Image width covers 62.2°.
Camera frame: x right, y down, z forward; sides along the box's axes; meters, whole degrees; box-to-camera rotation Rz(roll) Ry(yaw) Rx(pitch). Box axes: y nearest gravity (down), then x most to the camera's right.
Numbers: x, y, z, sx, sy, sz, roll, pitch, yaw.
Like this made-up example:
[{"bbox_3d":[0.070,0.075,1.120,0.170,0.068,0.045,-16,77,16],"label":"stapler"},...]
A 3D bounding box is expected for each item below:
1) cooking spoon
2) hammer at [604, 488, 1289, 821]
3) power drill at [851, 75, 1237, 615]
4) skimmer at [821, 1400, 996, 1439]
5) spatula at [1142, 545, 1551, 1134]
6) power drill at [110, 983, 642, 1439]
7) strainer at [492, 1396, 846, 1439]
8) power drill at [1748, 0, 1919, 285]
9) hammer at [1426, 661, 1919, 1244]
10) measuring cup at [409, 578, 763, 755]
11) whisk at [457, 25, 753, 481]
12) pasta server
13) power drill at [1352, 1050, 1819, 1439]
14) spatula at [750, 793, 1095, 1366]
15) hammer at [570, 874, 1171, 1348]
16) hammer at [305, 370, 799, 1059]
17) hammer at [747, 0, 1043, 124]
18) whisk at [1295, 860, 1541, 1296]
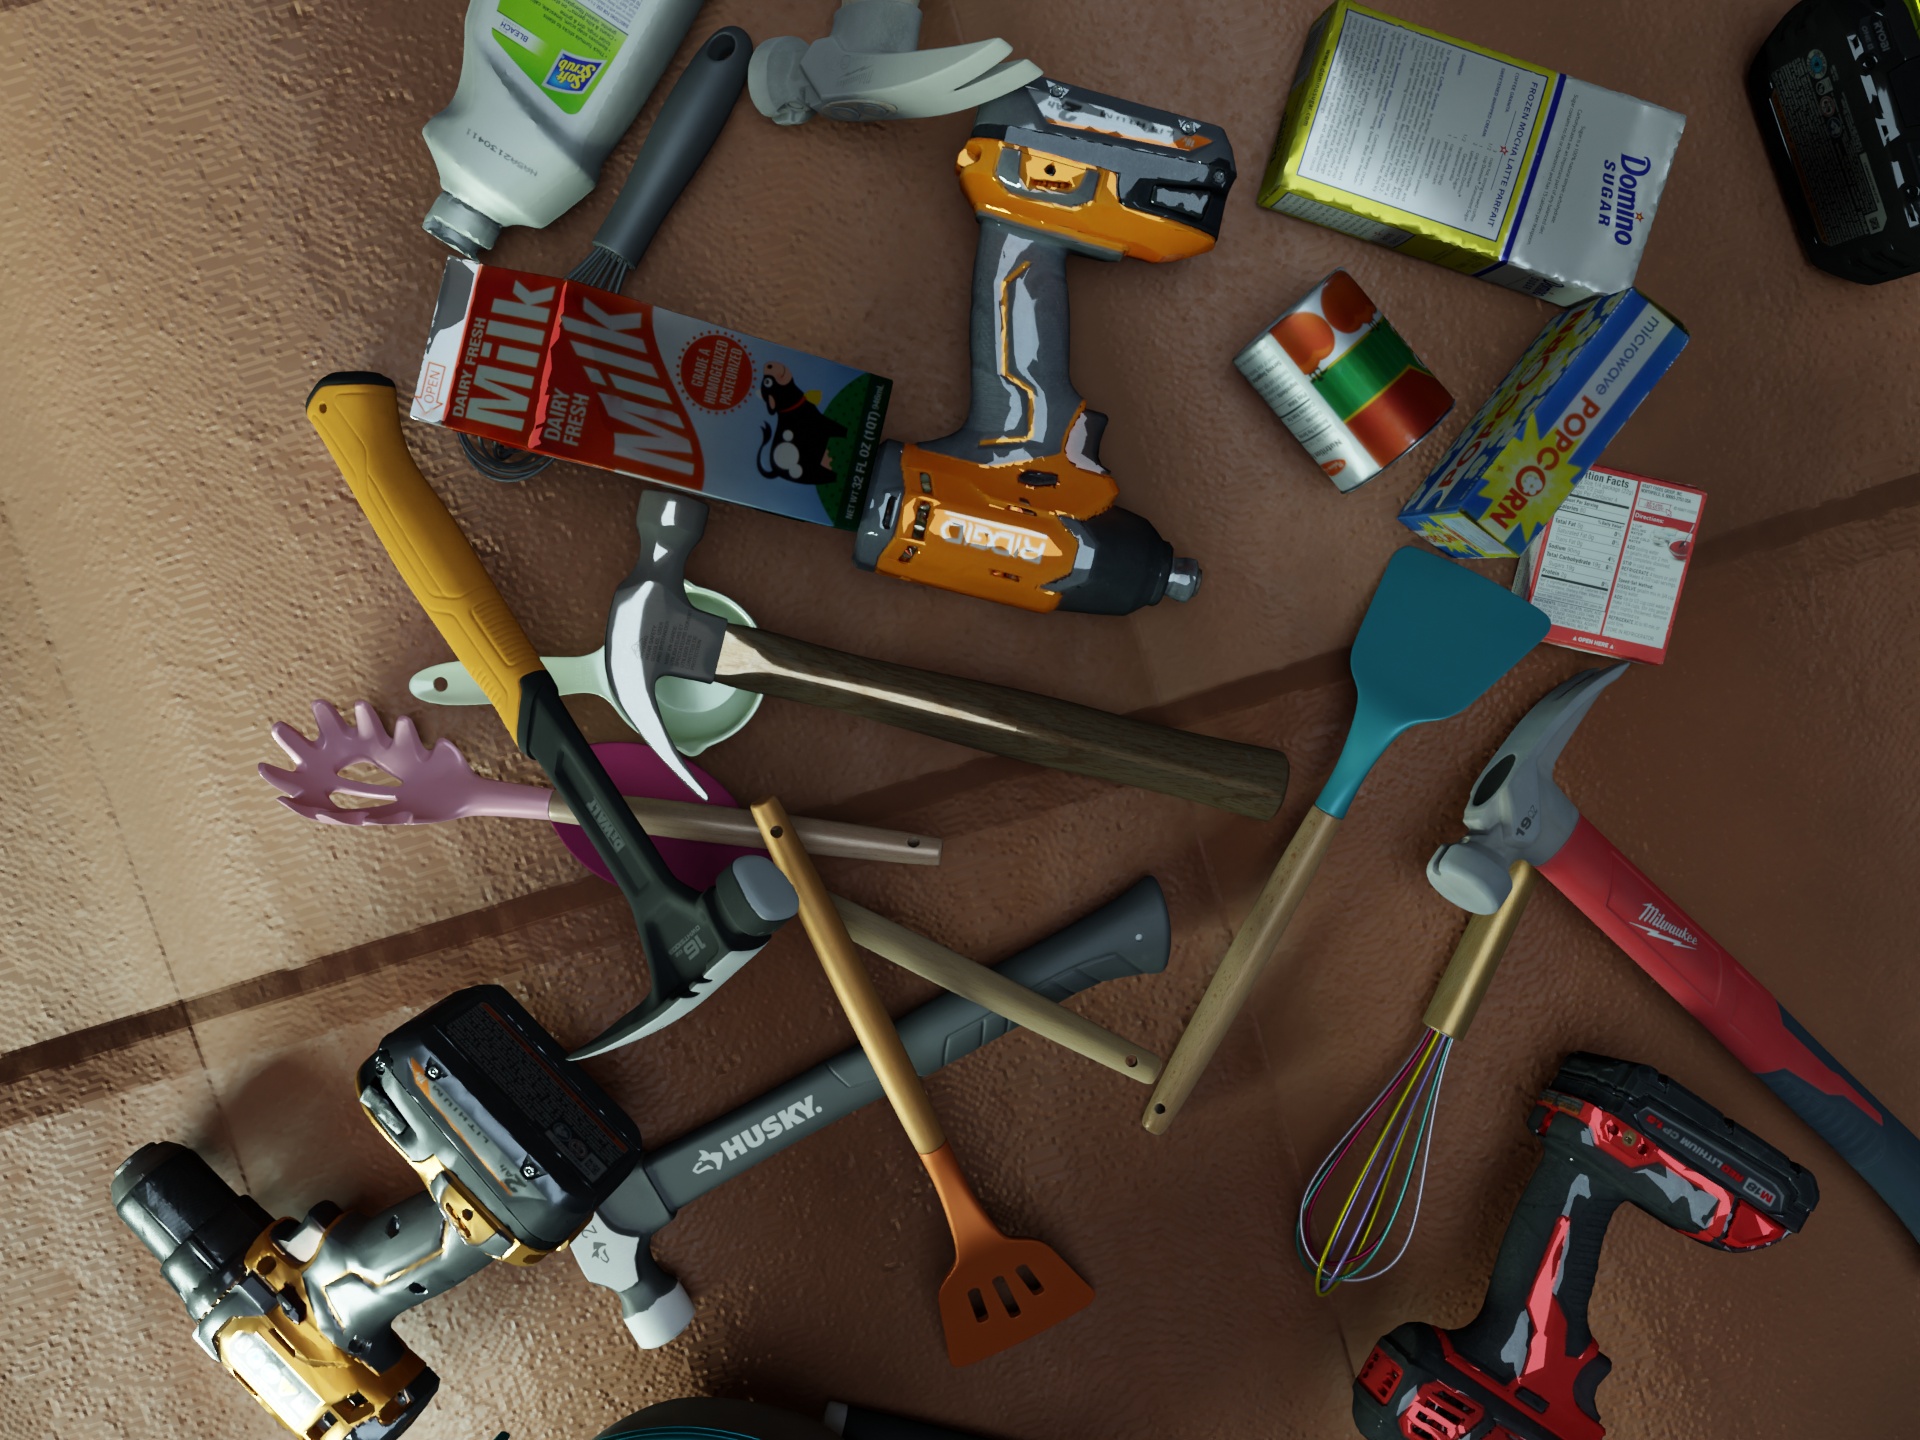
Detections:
[{"bbox_3d":[-0.051,0.096,0.755,0.319,0.017,0.069,26,80,6],"label":"cooking spoon"},{"bbox_3d":[-0.001,-0.002,0.742,0.331,0.031,0.130,14,89,-13],"label":"hammer"},{"bbox_3d":[0.053,-0.161,0.733,0.164,0.084,0.226,14,99,-5],"label":"power drill"},{"bbox_3d":[0.110,0.388,0.779,0.363,0.090,0.127,16,62,-1],"label":"skimmer"},{"bbox_3d":[0.172,0.068,0.780,0.082,0.044,0.317,32,101,21],"label":"spatula"},{"bbox_3d":[-0.280,0.221,0.737,0.185,0.084,0.226,45,108,3],"label":"power drill"},{"bbox_3d":[-0.048,0.394,0.755,0.340,0.095,0.211,-5,106,6],"label":"strainer"},{"bbox_3d":[0.511,-0.294,0.744,0.228,0.080,0.190,-23,96,-3],"label":"power drill"},{"bbox_3d":[0.405,0.143,0.790,0.386,0.038,0.143,42,75,-9],"label":"hammer"},{"bbox_3d":[-0.173,-0.023,0.755,0.167,0.038,0.083,-4,95,0],"label":"measuring cup"},{"bbox_3d":[-0.162,-0.218,0.736,0.055,0.055,0.239,30,89,-5],"label":"whisk"},{"bbox_3d":[-0.165,0.039,0.743,0.316,0.040,0.060,7,61,3],"label":"pasta server"},{"bbox_3d":[0.301,0.282,0.761,0.143,0.078,0.220,34,83,2],"label":"power drill"},{"bbox_3d":[-0.025,0.176,0.748,0.081,0.041,0.322,-25,105,-4],"label":"spatula"},{"bbox_3d":[-0.047,0.166,0.779,0.335,0.035,0.146,-29,97,0],"label":"hammer"},{"bbox_3d":[-0.203,-0.017,0.703,0.127,0.034,0.337,-42,74,24],"label":"hammer"},{"bbox_3d":[0.005,-0.467,0.693,0.146,0.038,0.410,12,91,38],"label":"hammer"},{"bbox_3d":[0.231,0.175,0.794,0.047,0.051,0.245,26,89,-26],"label":"whisk"}]
